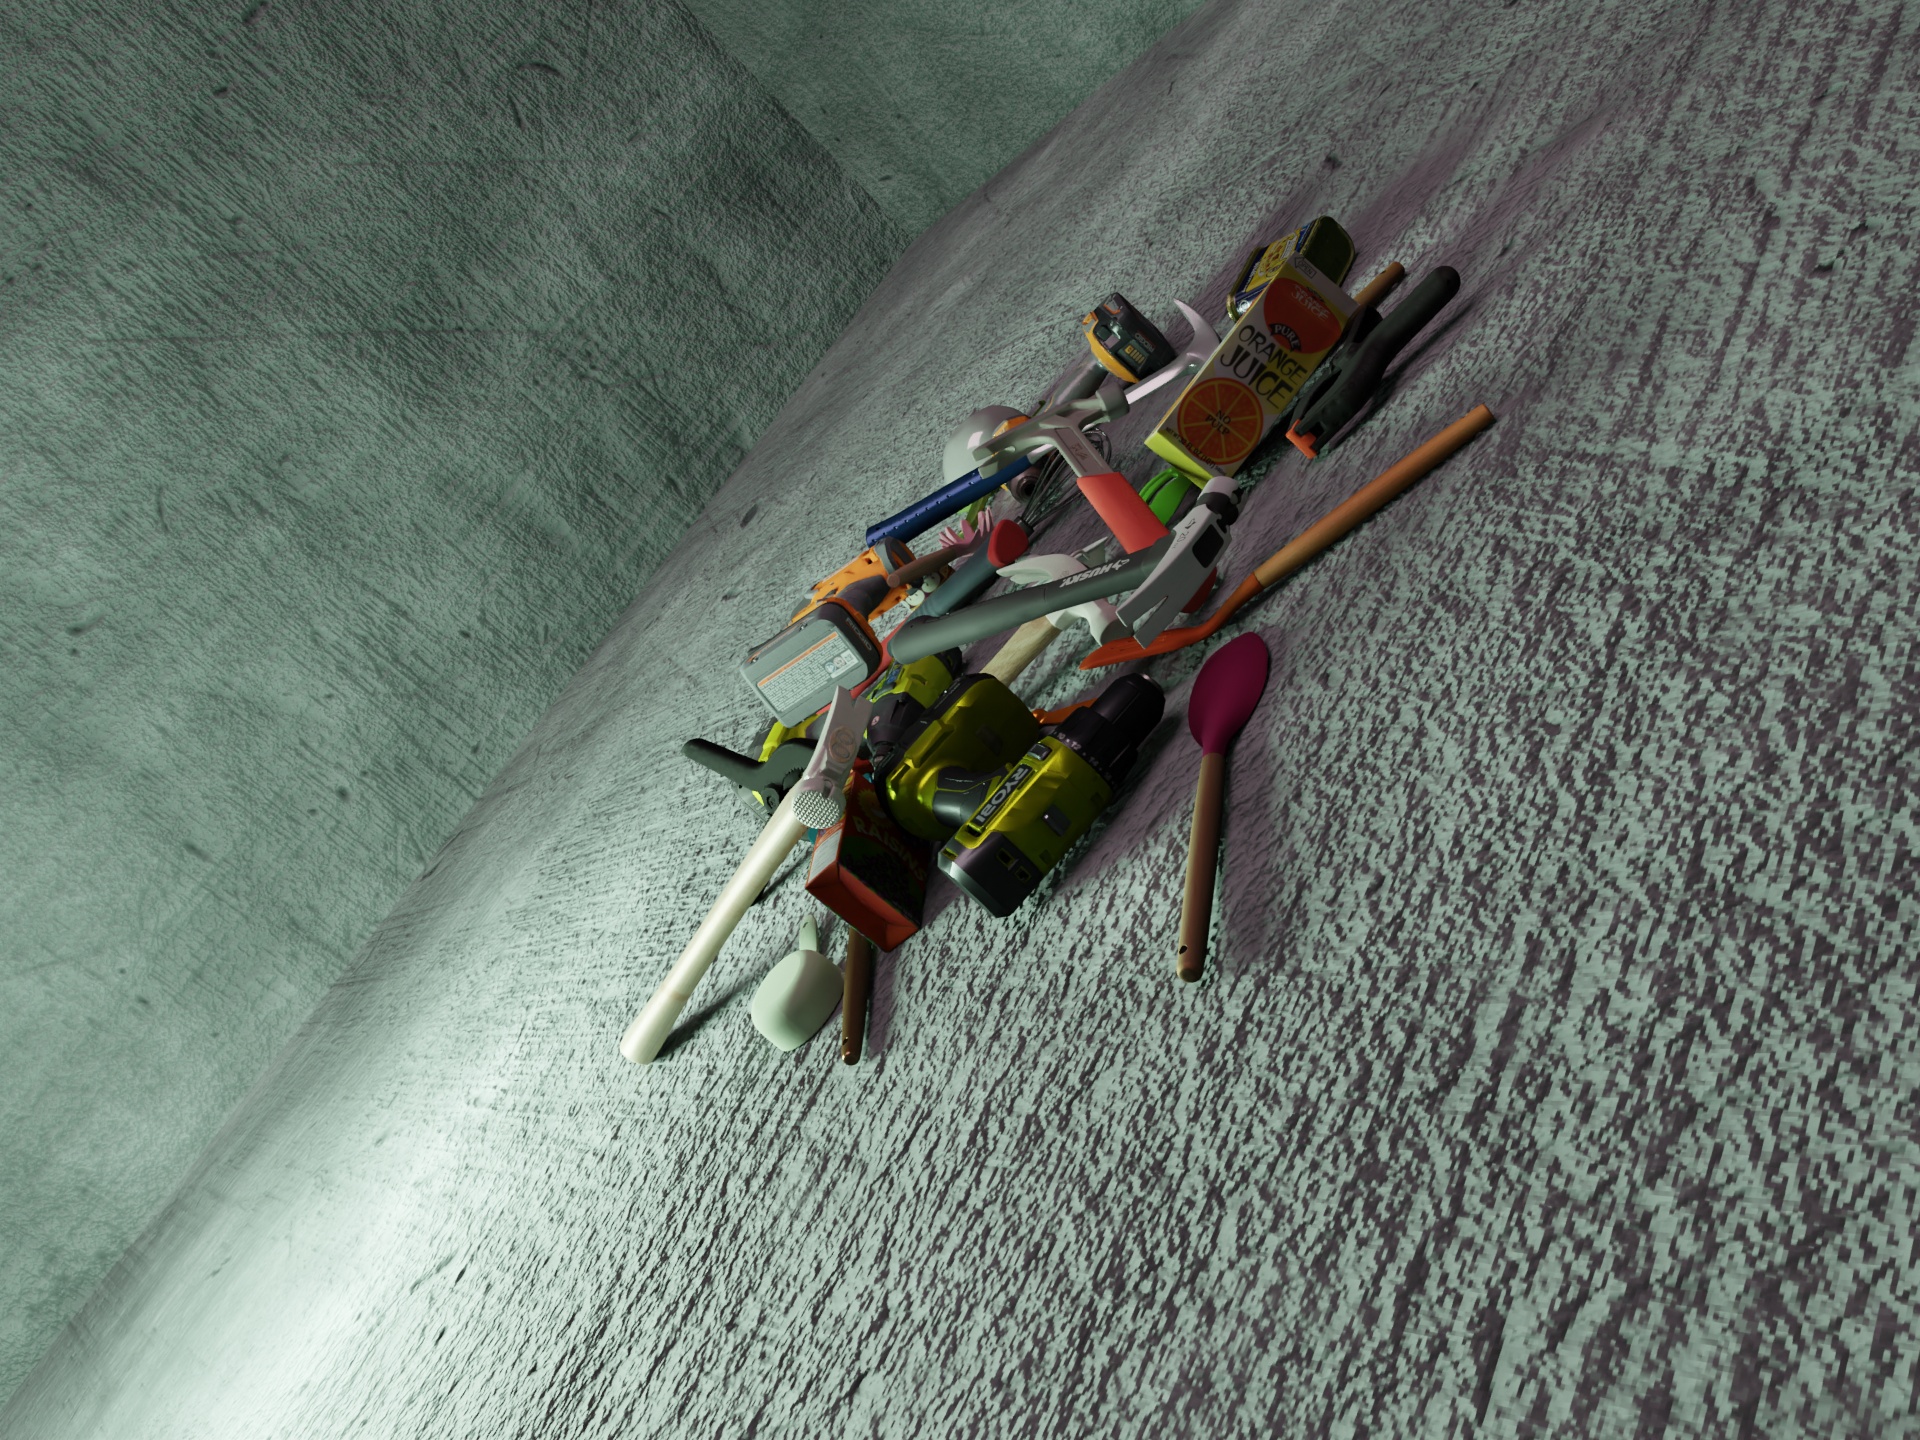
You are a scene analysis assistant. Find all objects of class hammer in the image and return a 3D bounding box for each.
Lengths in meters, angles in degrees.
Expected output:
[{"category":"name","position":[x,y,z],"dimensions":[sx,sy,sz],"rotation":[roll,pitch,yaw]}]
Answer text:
[{"category":"hammer","position":[-0.070,-0.077,1.605],"dimensions":[0.386,0.038,0.143],"rotation":[-41,18,30]},{"category":"hammer","position":[0.118,-0.181,1.317],"dimensions":[0.149,0.036,0.359],"rotation":[-26,34,2]},{"category":"hammer","position":[-0.002,-0.004,1.317],"dimensions":[0.331,0.031,0.130],"rotation":[-47,48,17]},{"category":"hammer","position":[0.077,-0.267,1.543],"dimensions":[0.405,0.035,0.144],"rotation":[-27,46,25]},{"category":"hammer","position":[0.060,-0.088,1.208],"dimensions":[0.335,0.035,0.146],"rotation":[-15,33,48]},{"category":"hammer","position":[-0.184,0.146,1.300],"dimensions":[0.410,0.038,0.146],"rotation":[-54,13,35]}]

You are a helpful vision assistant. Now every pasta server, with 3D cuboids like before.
[{"category":"pasta server","position":[-0.022,-0.169,1.582],"dimensions":[0.060,0.040,0.316],"rotation":[-23,6,20]}]

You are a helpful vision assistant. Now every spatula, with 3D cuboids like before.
[{"category":"spatula","position":[-0.086,0.153,1.223],"dimensions":[0.082,0.044,0.318],"rotation":[-44,20,19]},{"category":"spatula","position":[0.221,-0.119,1.097],"dimensions":[0.322,0.041,0.081],"rotation":[-37,1,23]}]

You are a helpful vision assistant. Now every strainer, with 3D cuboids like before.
[{"category":"strainer","position":[0.012,-0.288,1.827],"dimensions":[0.151,0.069,0.257],"rotation":[-35,22,33]},{"category":"strainer","position":[0.083,-0.136,1.430],"dimensions":[0.087,0.050,0.258],"rotation":[-33,13,-4]}]

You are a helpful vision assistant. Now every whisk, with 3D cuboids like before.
[{"category":"whisk","position":[0.062,-0.197,1.584],"dimensions":[0.239,0.055,0.055],"rotation":[-47,19,13]}]

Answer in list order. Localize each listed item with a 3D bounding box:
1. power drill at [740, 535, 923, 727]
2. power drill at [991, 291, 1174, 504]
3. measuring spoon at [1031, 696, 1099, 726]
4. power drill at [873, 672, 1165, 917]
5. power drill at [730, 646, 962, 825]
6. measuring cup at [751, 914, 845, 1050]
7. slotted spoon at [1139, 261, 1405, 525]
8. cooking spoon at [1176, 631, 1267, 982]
[{"category":"power drill","position":[-0.130,-0.082,1.518],"dimensions":[0.164,0.084,0.227],"rotation":[-32,16,23]},{"category":"power drill","position":[0.119,-0.328,1.669],"dimensions":[0.226,0.084,0.185],"rotation":[-46,19,18]},{"category":"measuring spoon","position":[0.084,-0.009,1.219],"dimensions":[0.117,0.011,0.021],"rotation":[-14,39,58]},{"category":"power drill","position":[0.039,0.033,1.143],"dimensions":[0.190,0.080,0.229],"rotation":[-48,21,-8]},{"category":"power drill","position":[-0.106,0.017,1.484],"dimensions":[0.223,0.080,0.171],"rotation":[-29,25,35]},{"category":"measuring cup","position":[-0.130,0.191,1.250],"dimensions":[0.083,0.038,0.168],"rotation":[-43,22,13]},{"category":"slotted spoon","position":[0.255,-0.271,1.344],"dimensions":[0.314,0.031,0.070],"rotation":[-44,20,6]},{"category":"cooking spoon","position":[0.153,0.041,0.969],"dimensions":[0.068,0.017,0.319],"rotation":[-36,22,33]}]
